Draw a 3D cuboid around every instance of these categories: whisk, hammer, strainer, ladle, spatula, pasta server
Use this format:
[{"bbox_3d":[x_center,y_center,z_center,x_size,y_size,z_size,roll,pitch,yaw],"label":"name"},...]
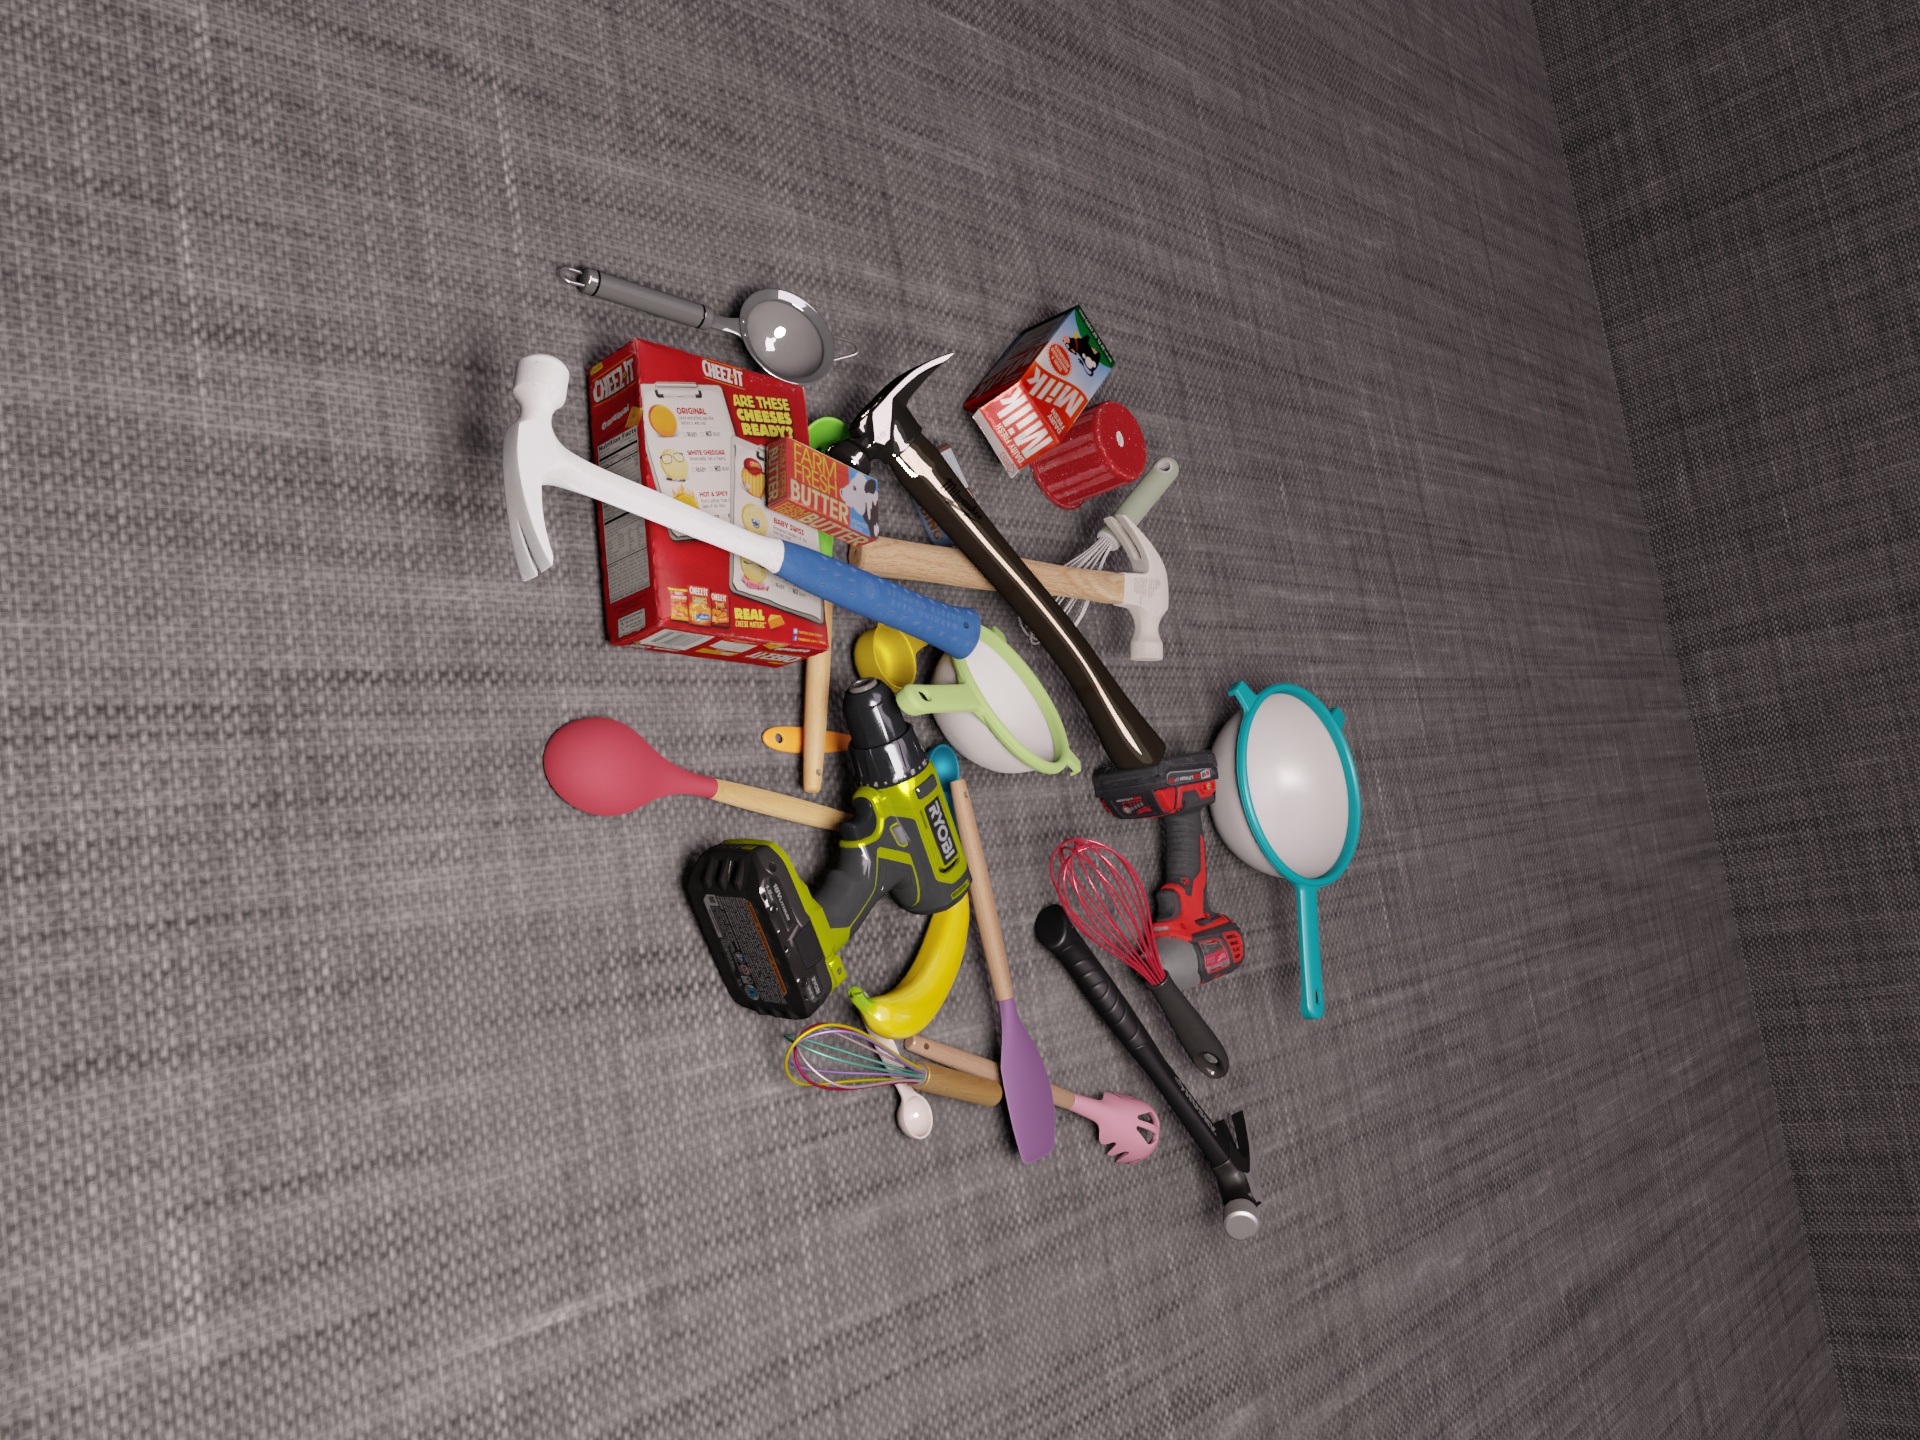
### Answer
[{"bbox_3d":[-0.048,0.266,1.198,0.244,0.051,0.047,28,69,-47],"label":"whisk"},{"bbox_3d":[0.051,-0.130,1.400,0.331,0.031,0.130,4,86,-33],"label":"hammer"},{"bbox_3d":[0.320,0.135,1.631,0.210,0.095,0.340,11,72,-43],"label":"strainer"},{"bbox_3d":[0.135,-0.164,1.507,0.246,0.058,0.059,-51,158,-22],"label":"whisk"},{"bbox_3d":[-0.002,-0.004,1.298,0.151,0.069,0.256,60,23,13],"label":"strainer"},{"bbox_3d":[0.166,0.216,1.411,0.295,0.073,0.073,56,44,-24],"label":"whisk"},{"bbox_3d":[0.057,-0.119,1.365,0.410,0.038,0.146,50,63,-22],"label":"hammer"},{"bbox_3d":[-0.195,-0.311,1.235,0.258,0.050,0.087,8,66,-41],"label":"strainer"},{"bbox_3d":[-0.139,-0.114,1.123,0.405,0.035,0.144,20,63,-41],"label":"hammer"},{"bbox_3d":[-0.163,0.056,1.167,0.315,0.031,0.069,19,65,-46],"label":"ladle"},{"bbox_3d":[0.171,0.301,1.432,0.334,0.035,0.146,54,18,-12],"label":"hammer"},{"bbox_3d":[0.032,0.203,1.306,0.059,0.018,0.316,-10,86,-51],"label":"spatula"},{"bbox_3d":[0.068,0.315,1.345,0.316,0.040,0.060,28,58,-35],"label":"pasta server"}]

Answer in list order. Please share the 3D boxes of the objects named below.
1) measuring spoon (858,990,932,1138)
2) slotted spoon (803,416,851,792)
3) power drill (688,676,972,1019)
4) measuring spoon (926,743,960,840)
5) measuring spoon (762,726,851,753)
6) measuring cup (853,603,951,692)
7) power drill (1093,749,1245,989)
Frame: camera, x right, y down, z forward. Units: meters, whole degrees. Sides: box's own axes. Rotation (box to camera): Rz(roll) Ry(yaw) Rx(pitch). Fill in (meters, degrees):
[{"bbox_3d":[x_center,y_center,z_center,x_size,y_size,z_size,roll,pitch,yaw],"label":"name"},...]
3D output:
[{"bbox_3d":[-0.057,0.267,1.231,0.034,0.018,0.124,-24,90,-56],"label":"measuring spoon"},{"bbox_3d":[-0.112,-0.095,1.263,0.070,0.031,0.314,19,64,-43],"label":"slotted spoon"},{"bbox_3d":[-0.090,0.093,1.175,0.228,0.080,0.190,-40,119,-45],"label":"power drill"},{"bbox_3d":[-0.014,0.084,1.335,0.042,0.021,0.128,-16,100,-54],"label":"measuring spoon"},{"bbox_3d":[-0.109,0.015,1.249,0.116,0.011,0.021,4,75,-47],"label":"measuring spoon"},{"bbox_3d":[-0.045,-0.067,1.345,0.062,0.029,0.156,65,30,-11],"label":"measuring cup"},{"bbox_3d":[0.199,0.145,1.509,0.143,0.078,0.220,-7,86,-48],"label":"power drill"}]
